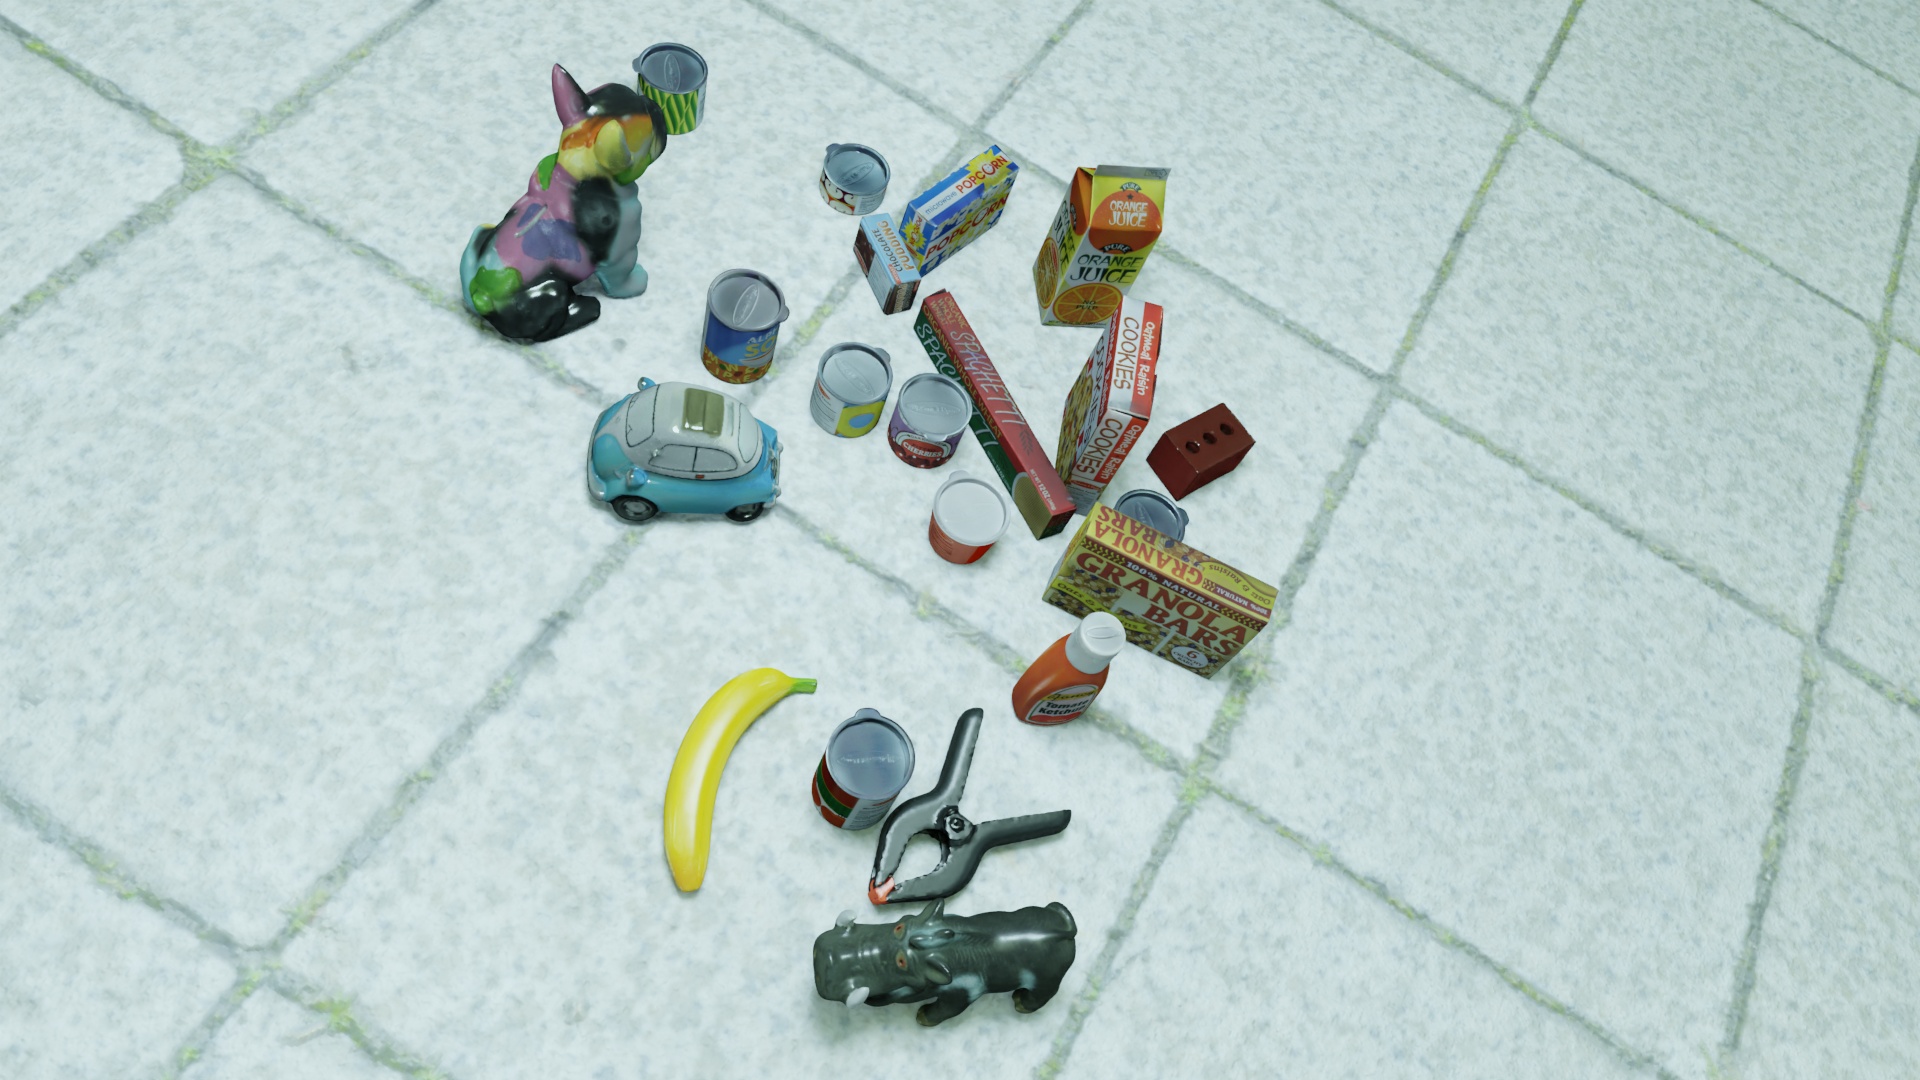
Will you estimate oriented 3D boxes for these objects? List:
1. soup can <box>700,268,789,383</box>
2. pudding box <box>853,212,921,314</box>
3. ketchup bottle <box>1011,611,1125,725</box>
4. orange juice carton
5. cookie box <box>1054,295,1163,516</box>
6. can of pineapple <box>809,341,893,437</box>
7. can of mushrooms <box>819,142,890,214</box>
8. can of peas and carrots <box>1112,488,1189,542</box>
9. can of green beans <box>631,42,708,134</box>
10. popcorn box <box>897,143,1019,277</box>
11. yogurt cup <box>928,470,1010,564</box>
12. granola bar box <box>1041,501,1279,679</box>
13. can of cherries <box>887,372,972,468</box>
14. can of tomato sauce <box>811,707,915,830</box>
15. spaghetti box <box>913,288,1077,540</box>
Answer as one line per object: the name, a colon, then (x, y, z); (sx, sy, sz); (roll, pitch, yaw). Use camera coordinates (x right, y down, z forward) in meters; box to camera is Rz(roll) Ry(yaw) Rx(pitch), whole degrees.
soup can: (-0.189, -0.185, 1.216); (0.071, 0.083, 0.071); (7, 61, -12)
pudding box: (-0.070, -0.262, 1.311); (0.030, 0.049, 0.084); (-17, 68, -23)
ketchup bottle: (0.089, 0.102, 1.099); (0.065, 0.148, 0.044); (-2, 63, -16)
orange juice carton: (0.130, -0.283, 1.295); (0.072, 0.191, 0.073); (0, 63, -15)
cookie box: (0.127, -0.115, 1.217); (0.040, 0.166, 0.123); (15, 60, -7)
can of pineapple: (-0.096, -0.133, 1.229); (0.071, 0.057, 0.071); (7, 61, -12)
can of mushrooms: (-0.106, -0.356, 1.362); (0.071, 0.033, 0.071); (7, 61, -12)
can of peas and carrots: (0.159, -0.004, 1.228); (0.071, 0.058, 0.071); (7, 61, -12)
can of green beans: (-0.280, -0.437, 1.344); (0.071, 0.057, 0.071); (7, 61, -12)
popcorn box: (-0.006, -0.315, 1.337); (0.038, 0.084, 0.127); (43, 60, 9)
yogurt cup: (0.004, -0.015, 1.194); (0.072, 0.053, 0.073); (7, 61, -12)
granola bar box: (0.164, 0.046, 1.164); (0.165, 0.123, 0.039); (26, 59, -1)
can of cherries: (-0.029, -0.103, 1.231); (0.071, 0.058, 0.072); (7, 61, -12)
can of tomato sauce: (-0.076, 0.175, 1.052); (0.071, 0.082, 0.071); (7, 61, -12)
spaghetti box: (0.028, -0.116, 1.258); (0.029, 0.050, 0.250); (-21, 69, -24)
